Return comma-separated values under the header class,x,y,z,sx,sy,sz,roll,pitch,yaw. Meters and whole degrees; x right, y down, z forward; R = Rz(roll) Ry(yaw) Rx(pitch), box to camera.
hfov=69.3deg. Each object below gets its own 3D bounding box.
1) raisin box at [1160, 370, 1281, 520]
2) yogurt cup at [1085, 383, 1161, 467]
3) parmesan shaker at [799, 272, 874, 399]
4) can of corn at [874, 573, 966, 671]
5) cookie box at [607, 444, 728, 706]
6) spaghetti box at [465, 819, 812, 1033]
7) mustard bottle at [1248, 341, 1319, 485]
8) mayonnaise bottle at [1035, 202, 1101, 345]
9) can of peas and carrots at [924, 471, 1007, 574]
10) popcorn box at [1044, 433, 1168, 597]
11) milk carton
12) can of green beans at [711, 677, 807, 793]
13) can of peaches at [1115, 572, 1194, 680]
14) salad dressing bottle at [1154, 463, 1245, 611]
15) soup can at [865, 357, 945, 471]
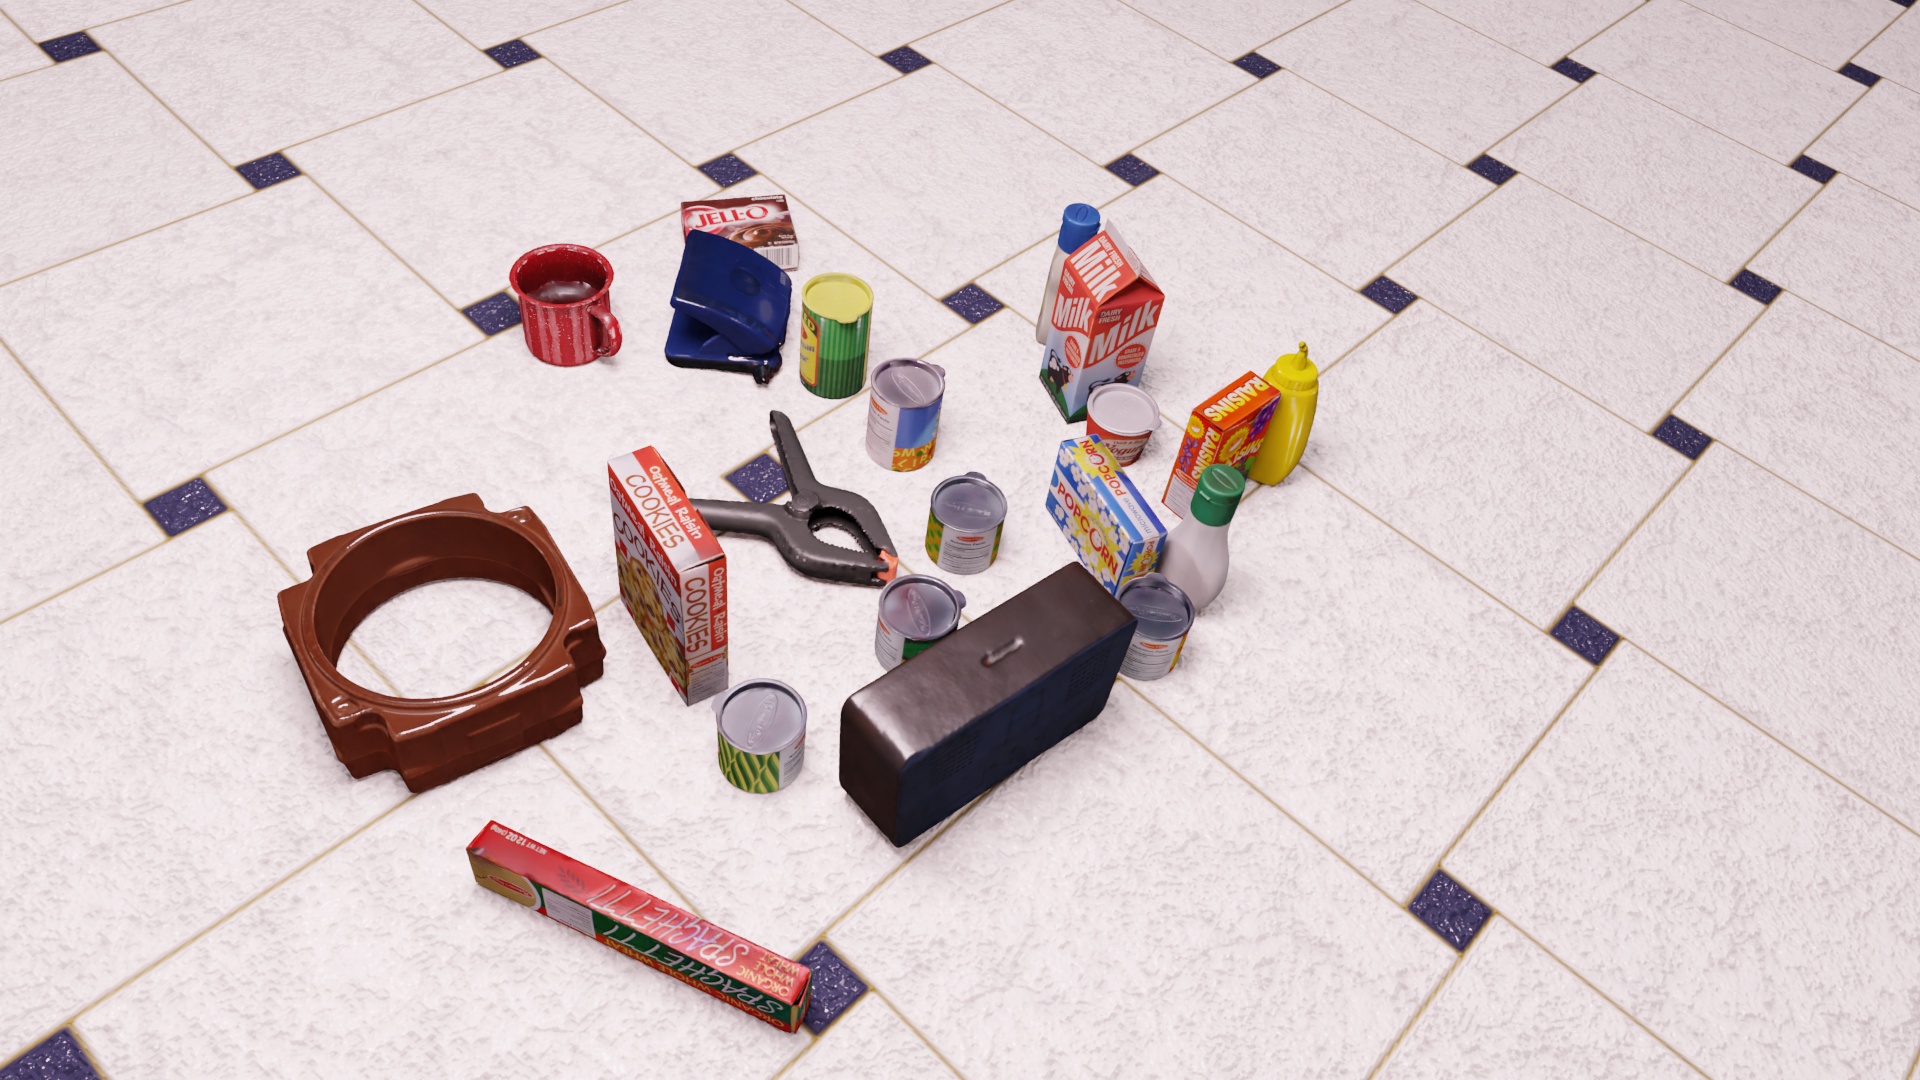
class,x,y,z,sx,sy,sz,roll,pitch,yaw
raisin box,0.234,-0.083,1.251,0.086,0.122,0.040,-32,61,-31
yogurt cup,0.148,-0.106,1.304,0.072,0.053,0.073,5,49,-5
parmesan shaker,-0.117,-0.189,1.301,0.071,0.102,0.072,5,49,-5
can of corn,-0.033,0.070,1.117,0.071,0.058,0.071,5,49,-5
cookie box,-0.219,0.028,1.051,0.040,0.166,0.123,-23,56,-26
spaghetti box,-0.214,0.258,0.928,0.250,0.049,0.029,22,49,10
mustard bottle,0.295,-0.122,1.270,0.065,0.159,0.049,31,52,18
mayonnaise bottle,0.107,-0.263,1.372,0.041,0.147,0.065,17,49,6
can of peas and carrots,0.004,-0.015,1.197,0.071,0.058,0.071,5,49,-5
popcorn box,0.124,-0.019,1.202,0.038,0.084,0.127,-16,53,-22
milk carton,0.133,-0.204,1.296,0.073,0.189,0.072,-13,52,-19
can of green beans,-0.148,0.145,1.033,0.071,0.057,0.071,5,49,-5
can of peaches,0.154,0.071,1.146,0.071,0.057,0.071,5,49,-5
salad dressing bottle,0.201,-0.001,1.157,0.044,0.146,0.064,-26,58,-28
soup can,-0.049,-0.114,1.260,0.071,0.083,0.072,5,49,-5
